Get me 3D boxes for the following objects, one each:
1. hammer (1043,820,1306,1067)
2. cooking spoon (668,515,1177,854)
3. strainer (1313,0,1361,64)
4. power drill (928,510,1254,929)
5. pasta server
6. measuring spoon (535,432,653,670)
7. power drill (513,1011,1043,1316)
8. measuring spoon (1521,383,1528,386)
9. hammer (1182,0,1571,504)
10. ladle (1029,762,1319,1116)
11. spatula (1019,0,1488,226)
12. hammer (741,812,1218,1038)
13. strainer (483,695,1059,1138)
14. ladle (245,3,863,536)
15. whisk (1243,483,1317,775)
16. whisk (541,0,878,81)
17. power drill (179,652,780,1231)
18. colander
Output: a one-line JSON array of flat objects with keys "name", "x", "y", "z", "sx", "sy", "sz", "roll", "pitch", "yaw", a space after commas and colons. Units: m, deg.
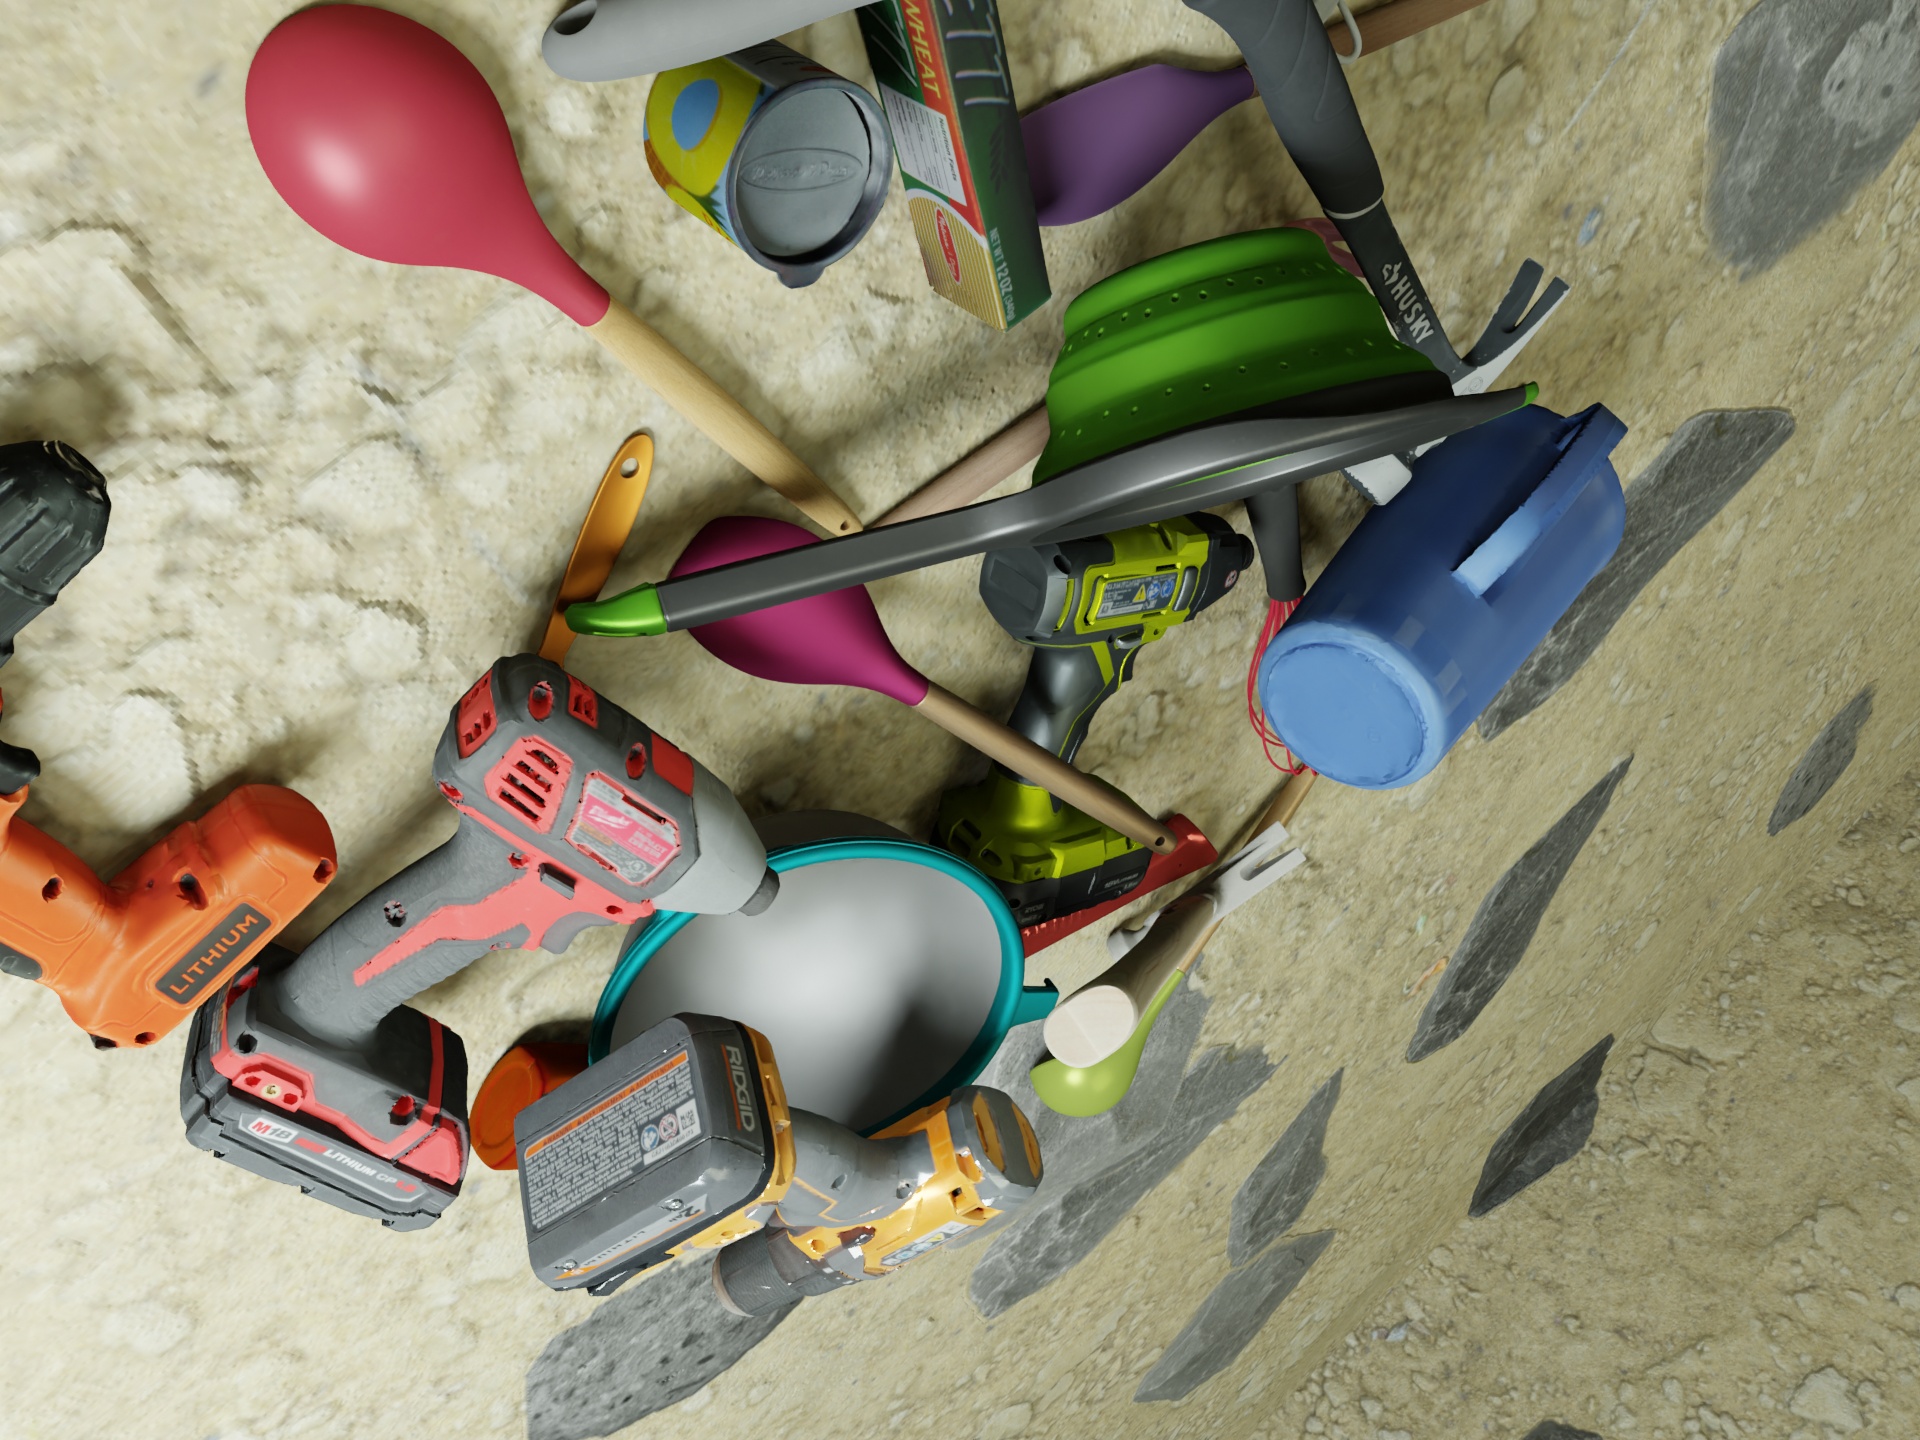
[{"name": "hammer", "x": 0.121, "y": 0.125, "z": 0.899, "sx": 0.146, "sy": 0.038, "sz": 0.410, "roll": -38, "pitch": 172, "yaw": 11}, {"name": "cooking spoon", "x": -0.001, "y": -0.002, "z": 0.746, "sx": 0.318, "sy": 0.017, "sz": 0.069, "roll": 31, "pitch": 100, "yaw": -35}, {"name": "strainer", "x": 0.087, "y": -0.342, "z": 0.580, "sx": 0.087, "sy": 0.050, "sz": 0.258, "roll": -53, "pitch": 140, "yaw": -4}, {"name": "power drill", "x": 0.072, "y": -0.008, "z": 0.853, "sx": 0.171, "sy": 0.080, "sz": 0.223, "roll": -12, "pitch": 128, "yaw": -39}, {"name": "pasta server", "x": 0.067, "y": -0.149, "z": 0.744, "sx": 0.316, "sy": 0.040, "sz": 0.060, "roll": -36, "pitch": 151, "yaw": -14}, {"name": "measuring spoon", "x": -0.148, "y": -0.061, "z": 0.625, "sx": 0.021, "sy": 0.011, "sz": 0.117, "roll": 10, "pitch": 113, "yaw": -49}, {"name": "power drill", "x": -0.093, "y": 0.215, "z": 0.716, "sx": 0.185, "sy": 0.084, "sz": 0.226, "roll": -34, "pitch": 144, "yaw": 22}, {"name": "measuring spoon", "x": 0.339, "y": -0.162, "z": 1.047, "sx": 0.042, "sy": 0.021, "sz": 0.128, "roll": 6, "pitch": 110, "yaw": -48}, {"name": "hammer", "x": 0.186, "y": -0.228, "z": 0.714, "sx": 0.149, "sy": 0.036, "sz": 0.408, "roll": -46, "pitch": 150, "yaw": 9}, {"name": "ladle", "x": 0.159, "y": 0.148, "z": 1.135, "sx": 0.320, "sy": 0.062, "sz": 0.078, "roll": -56, "pitch": 151, "yaw": -1}, {"name": "spatula", "x": 0.145, "y": -0.289, "z": 0.709, "sx": 0.316, "sy": 0.018, "sz": 0.059, "roll": -30, "pitch": 142, "yaw": -22}, {"name": "hammer", "x": 0.017, "y": 0.148, "z": 0.978, "sx": 0.359, "sy": 0.037, "sz": 0.149, "roll": -23, "pitch": 138, "yaw": -31}, {"name": "strainer", "x": -0.111, "y": 0.078, "z": 0.738, "sx": 0.211, "sy": 0.095, "sz": 0.340, "roll": -35, "pitch": 129, "yaw": 2}, {"name": "ladle", "x": -0.117, "y": -0.134, "z": 0.573, "sx": 0.069, "sy": 0.031, "sz": 0.315, "roll": -49, "pitch": 147, "yaw": 3}, {"name": "whisk", "x": 0.197, "y": -0.065, "z": 0.951, "sx": 0.073, "sy": 0.073, "sz": 0.295, "roll": -38, "pitch": 138, "yaw": -15}, {"name": "whisk", "x": -0.016, "y": -0.238, "z": 0.486, "sx": 0.239, "sy": 0.055, "sz": 0.055, "roll": -14, "pitch": 143, "yaw": 6}, {"name": "power drill", "x": -0.180, "y": 0.088, "z": 0.614, "sx": 0.219, "sy": 0.079, "sz": 0.143, "roll": -45, "pitch": 123, "yaw": 11}, {"name": "colander", "x": 0.029, "y": -0.121, "z": 0.644, "sx": 0.397, "sy": 0.204, "sz": 0.094, "roll": -15, "pitch": 92, "yaw": -11}]
